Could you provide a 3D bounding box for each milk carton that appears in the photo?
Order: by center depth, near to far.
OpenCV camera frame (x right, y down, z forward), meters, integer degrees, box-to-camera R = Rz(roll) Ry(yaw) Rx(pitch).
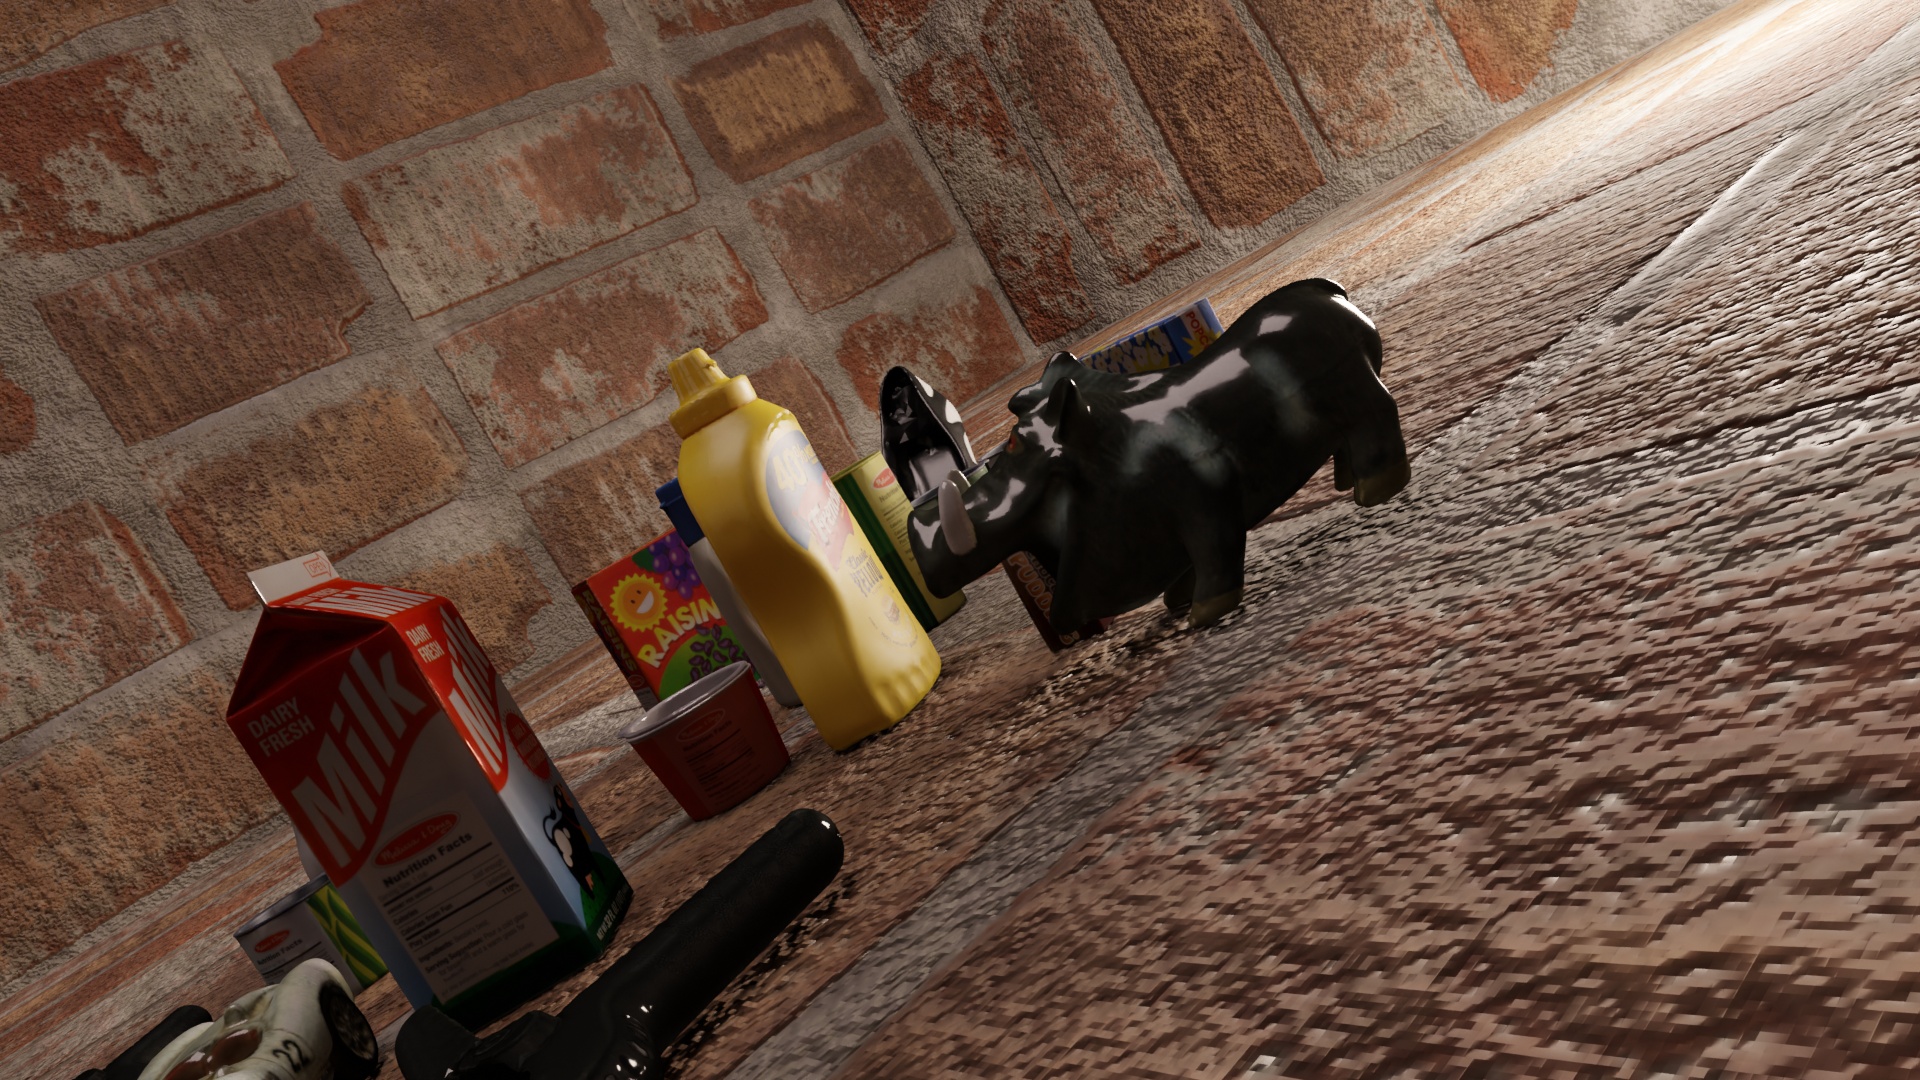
[{"bbox_3d":[-0.214,0.090,0.547,0.073,0.190,0.072,-30,6,-1],"label":"milk carton"}]

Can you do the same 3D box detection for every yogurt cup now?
[{"bbox_3d":[-0.118,0.097,0.666,0.072,0.054,0.072,-30,7,4],"label":"yogurt cup"}]

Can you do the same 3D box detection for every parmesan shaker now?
[{"bbox_3d":[-0.051,0.009,0.816,0.071,0.103,0.071,-30,7,4],"label":"parmesan shaker"}]

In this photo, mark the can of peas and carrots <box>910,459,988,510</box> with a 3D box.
[{"bbox_3d":[0.003,-0.012,0.919,0.071,0.058,0.071,-30,7,4],"label":"can of peas and carrots"}]

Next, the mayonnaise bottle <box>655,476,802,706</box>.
[{"bbox_3d":[-0.124,0.026,0.809,0.041,0.148,0.064,-33,7,-23],"label":"mayonnaise bottle"}]

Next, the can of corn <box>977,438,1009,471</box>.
[{"bbox_3d":[0.056,-0.048,0.964,0.071,0.058,0.071,-30,7,4],"label":"can of corn"}]

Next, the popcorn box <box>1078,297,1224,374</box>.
[{"bbox_3d":[0.133,-0.097,0.884,0.038,0.085,0.126,-32,7,-19],"label":"popcorn box"}]

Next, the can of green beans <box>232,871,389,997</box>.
[{"bbox_3d":[-0.335,0.211,0.732,0.071,0.057,0.071,-30,7,4],"label":"can of green beans"}]

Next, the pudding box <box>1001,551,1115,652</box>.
[{"bbox_3d":[0.053,0.008,0.613,0.030,0.049,0.084,-26,8,32],"label":"pudding box"}]

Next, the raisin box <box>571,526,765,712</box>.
[{"bbox_3d":[-0.190,0.061,0.932,0.086,0.123,0.040,-34,8,-32],"label":"raisin box"}]

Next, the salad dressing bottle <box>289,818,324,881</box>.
[{"bbox_3d":[-0.397,0.175,0.875,0.044,0.147,0.064,-28,7,16],"label":"salad dressing bottle"}]
